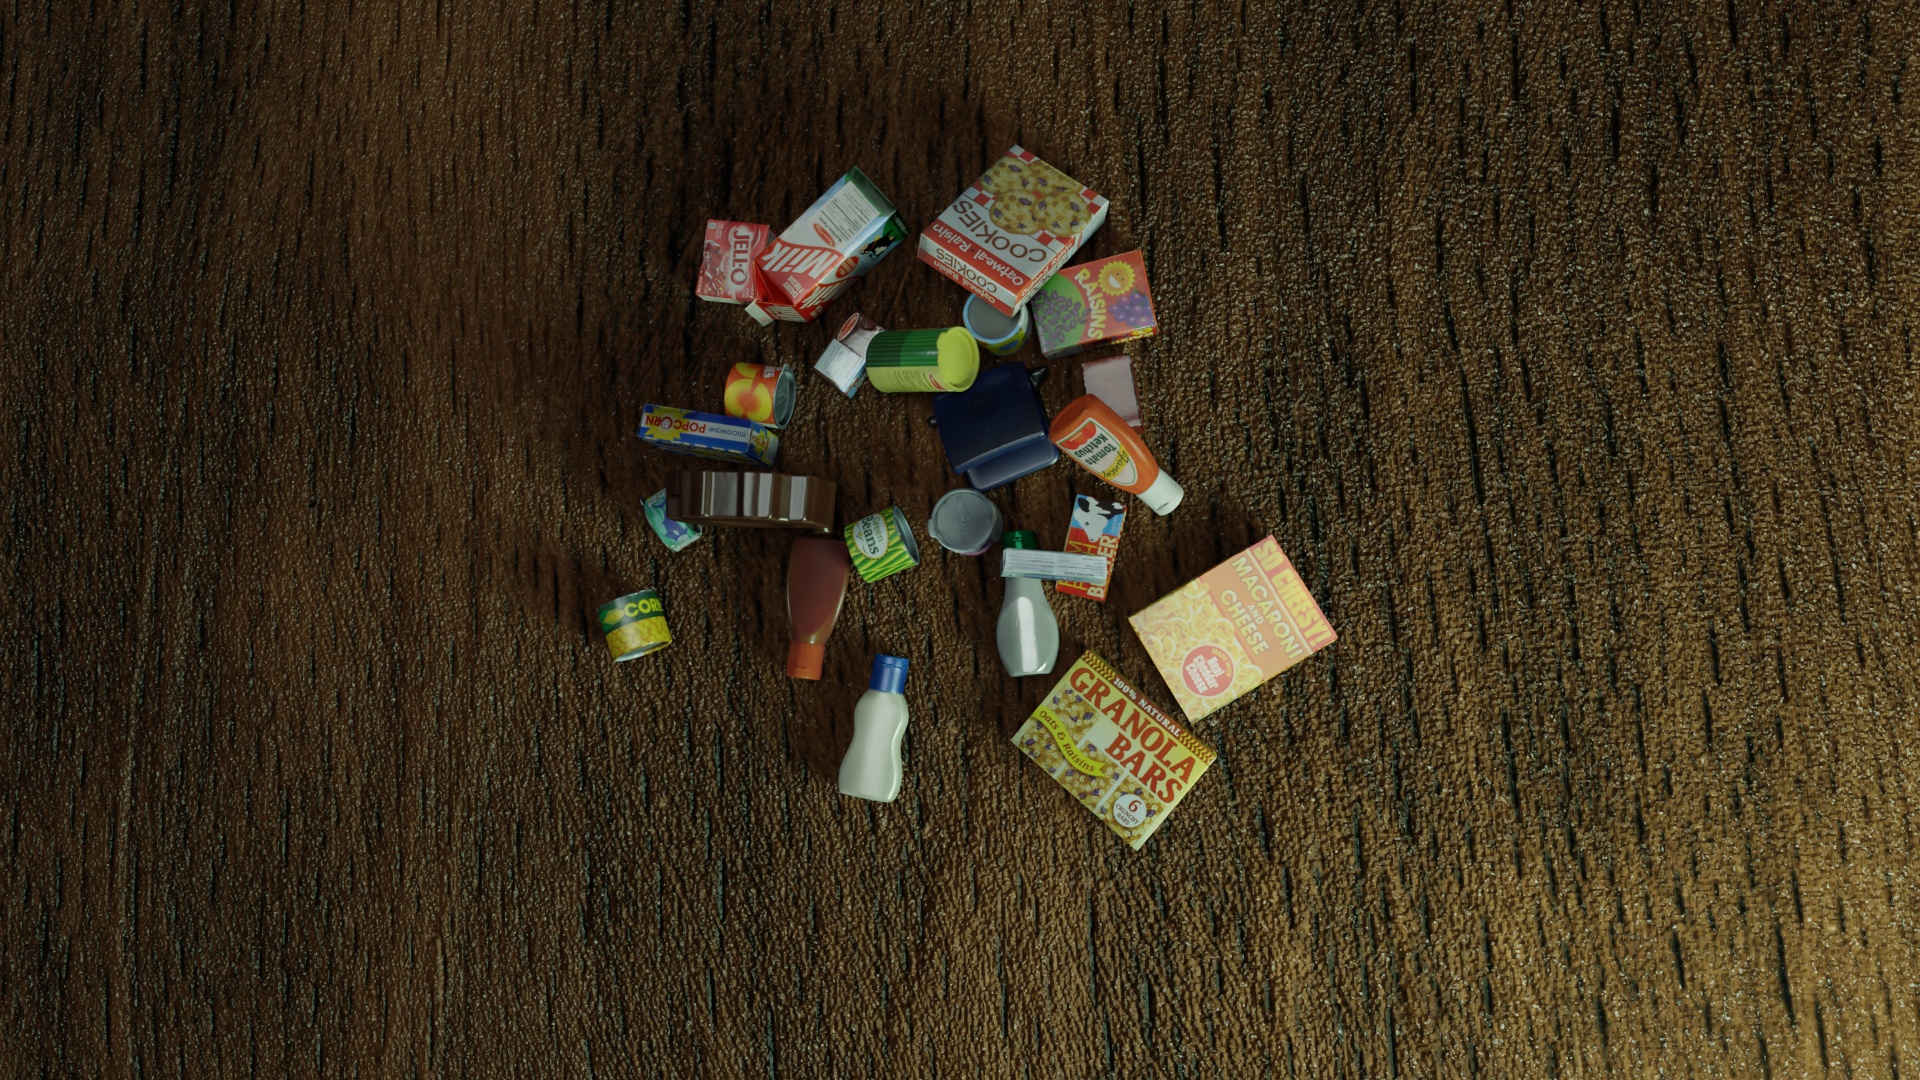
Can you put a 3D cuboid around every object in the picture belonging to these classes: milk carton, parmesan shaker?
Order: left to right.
[{"bbox_3d":[-0.152,-0.304,1.497,0.190,0.072,0.073,-42,78,2],"label":"milk carton"},{"bbox_3d":[-0.042,-0.189,1.444,0.103,0.071,0.071,4,84,39],"label":"parmesan shaker"}]

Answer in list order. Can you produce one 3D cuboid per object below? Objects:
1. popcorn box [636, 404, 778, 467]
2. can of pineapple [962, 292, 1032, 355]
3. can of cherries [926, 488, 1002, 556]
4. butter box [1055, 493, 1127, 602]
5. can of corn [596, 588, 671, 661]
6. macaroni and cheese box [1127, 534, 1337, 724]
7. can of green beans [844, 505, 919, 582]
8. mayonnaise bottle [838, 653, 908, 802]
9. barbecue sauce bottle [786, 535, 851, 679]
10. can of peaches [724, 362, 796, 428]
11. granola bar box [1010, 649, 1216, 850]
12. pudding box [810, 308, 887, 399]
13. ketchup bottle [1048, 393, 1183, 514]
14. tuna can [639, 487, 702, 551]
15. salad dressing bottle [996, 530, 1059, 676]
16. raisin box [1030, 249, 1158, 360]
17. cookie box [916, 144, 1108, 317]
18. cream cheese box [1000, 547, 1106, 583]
[{"bbox_3d":[-0.269,-0.111,1.490,0.127,0.085,0.038,9,85,12],"label":"popcorn box"},{"bbox_3d":[0.038,-0.232,1.460,0.071,0.058,0.071,-1,84,11],"label":"can of pineapple"},{"bbox_3d":[0.005,-0.018,1.441,0.071,0.058,0.071,-1,85,10],"label":"can of cherries"},{"bbox_3d":[0.134,0.008,1.431,0.053,0.024,0.103,12,86,12],"label":"butter box"},{"bbox_3d":[-0.348,0.091,1.489,0.071,0.071,0.058,-22,81,8],"label":"can of corn"},{"bbox_3d":[0.271,0.088,1.388,0.166,0.040,0.124,-31,79,6],"label":"macaroni and cheese box"},{"bbox_3d":[-0.082,0.004,1.451,0.058,0.071,0.071,-22,80,8],"label":"can of green beans"},{"bbox_3d":[-0.084,0.193,1.443,0.065,0.041,0.148,10,84,10],"label":"mayonnaise bottle"},{"bbox_3d":[-0.155,0.071,1.468,0.065,0.043,0.148,8,86,6],"label":"barbecue sauce bottle"},{"bbox_3d":[-0.215,-0.159,1.494,0.058,0.071,0.071,8,85,12],"label":"can of peaches"},{"bbox_3d":[0.154,0.208,1.396,0.166,0.039,0.124,40,92,13],"label":"granola bar box"},{"bbox_3d":[-0.116,-0.201,1.500,0.050,0.030,0.083,36,91,14],"label":"pudding box"},{"bbox_3d":[0.161,-0.083,1.392,0.148,0.044,0.064,37,130,-22],"label":"ketchup bottle"},{"bbox_3d":[-0.311,-0.026,1.496,0.033,0.071,0.071,-32,79,5],"label":"tuna can"},{"bbox_3d":[0.066,0.065,1.428,0.064,0.044,0.148,-5,81,9],"label":"salad dressing bottle"},{"bbox_3d":[0.138,-0.246,1.452,0.123,0.040,0.086,-13,81,8],"label":"raisin box"},{"bbox_3d":[0.055,-0.322,1.441,0.123,0.040,0.168,35,64,14],"label":"cookie box"},{"bbox_3d":[0.092,0.025,1.385,0.104,0.053,0.024,4,81,0],"label":"cream cheese box"}]
